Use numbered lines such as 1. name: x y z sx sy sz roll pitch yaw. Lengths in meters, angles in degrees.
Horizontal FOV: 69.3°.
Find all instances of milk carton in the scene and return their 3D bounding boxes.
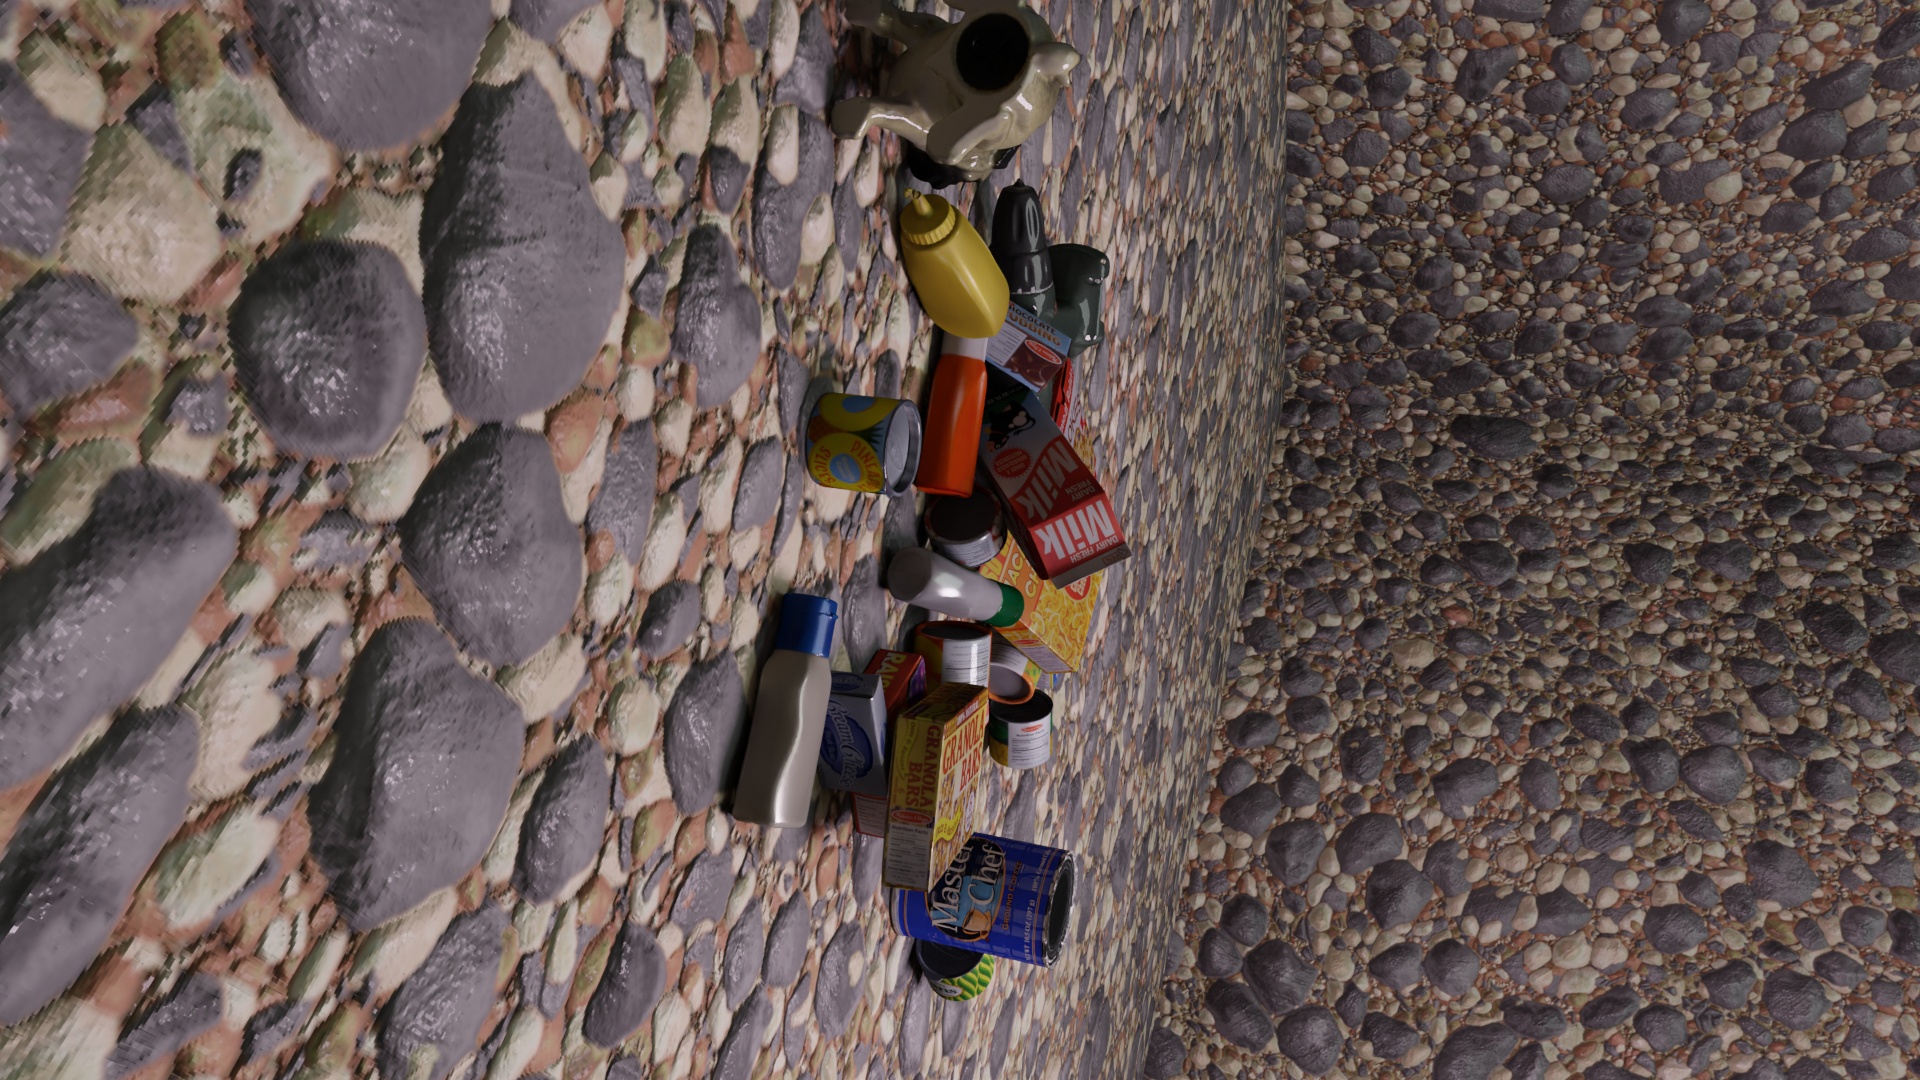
1. milk carton: 0.070 -0.039 1.165 0.073 0.072 0.191 73 -10 -51

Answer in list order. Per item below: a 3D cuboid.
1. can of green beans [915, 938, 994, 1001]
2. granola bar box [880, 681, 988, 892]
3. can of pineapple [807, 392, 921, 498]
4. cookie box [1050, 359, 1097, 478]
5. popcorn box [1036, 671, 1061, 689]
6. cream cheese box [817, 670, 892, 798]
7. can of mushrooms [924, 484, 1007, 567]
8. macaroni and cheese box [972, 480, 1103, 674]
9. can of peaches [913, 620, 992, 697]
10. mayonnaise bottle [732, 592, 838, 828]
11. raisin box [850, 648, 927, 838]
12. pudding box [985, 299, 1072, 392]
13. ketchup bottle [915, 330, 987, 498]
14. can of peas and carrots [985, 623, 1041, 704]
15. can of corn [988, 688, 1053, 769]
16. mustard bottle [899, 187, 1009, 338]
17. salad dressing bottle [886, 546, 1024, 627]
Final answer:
1. can of green beans: -0.005 0.385 1.288 0.057 0.071 0.071 77 27 -49
2. granola bar box: -0.018 0.181 1.054 0.166 0.039 0.124 -12 109 -78
3. can of pineapple: -0.065 -0.064 0.936 0.071 0.058 0.071 6 91 -72
4. cookie box: 0.102 -0.088 1.419 0.166 0.040 0.123 69 25 -44
5. popcorn box: 0.103 0.095 1.545 0.127 0.038 0.084 -55 147 -55
6. cream cheese box: -0.078 0.137 0.985 0.024 0.053 0.103 -68 158 -49
7. can of mushrooms: 0.004 -0.015 1.158 0.033 0.071 0.071 73 30 -51
8. macaroni and cheese box: 0.064 0.030 1.291 0.166 0.040 0.124 43 52 -37
9. can of peaches: -0.009 0.102 1.168 0.071 0.071 0.058 -29 124 -68
10. mayonnaise bottle: -0.110 0.109 0.898 0.064 0.041 0.148 39 59 -71
11. raisin box: -0.056 0.159 1.086 0.086 0.040 0.122 -57 148 -52
12. pudding box: 0.047 -0.168 1.176 0.049 0.083 0.030 -49 -165 42
13. ketchup bottle: -0.003 -0.111 1.130 0.065 0.043 0.149 18 80 -72
14. can of peas and carrots: 0.047 0.117 1.340 0.070 0.071 0.059 78 27 -46
15. can of corn: 0.060 0.189 1.414 0.071 0.071 0.058 -52 146 -57
16. mustard bottle: -0.010 -0.213 1.040 0.159 0.065 0.049 58 47 -57
17. salad dressing bottle: 0.000 0.041 1.129 0.147 0.064 0.044 22 76 -54
